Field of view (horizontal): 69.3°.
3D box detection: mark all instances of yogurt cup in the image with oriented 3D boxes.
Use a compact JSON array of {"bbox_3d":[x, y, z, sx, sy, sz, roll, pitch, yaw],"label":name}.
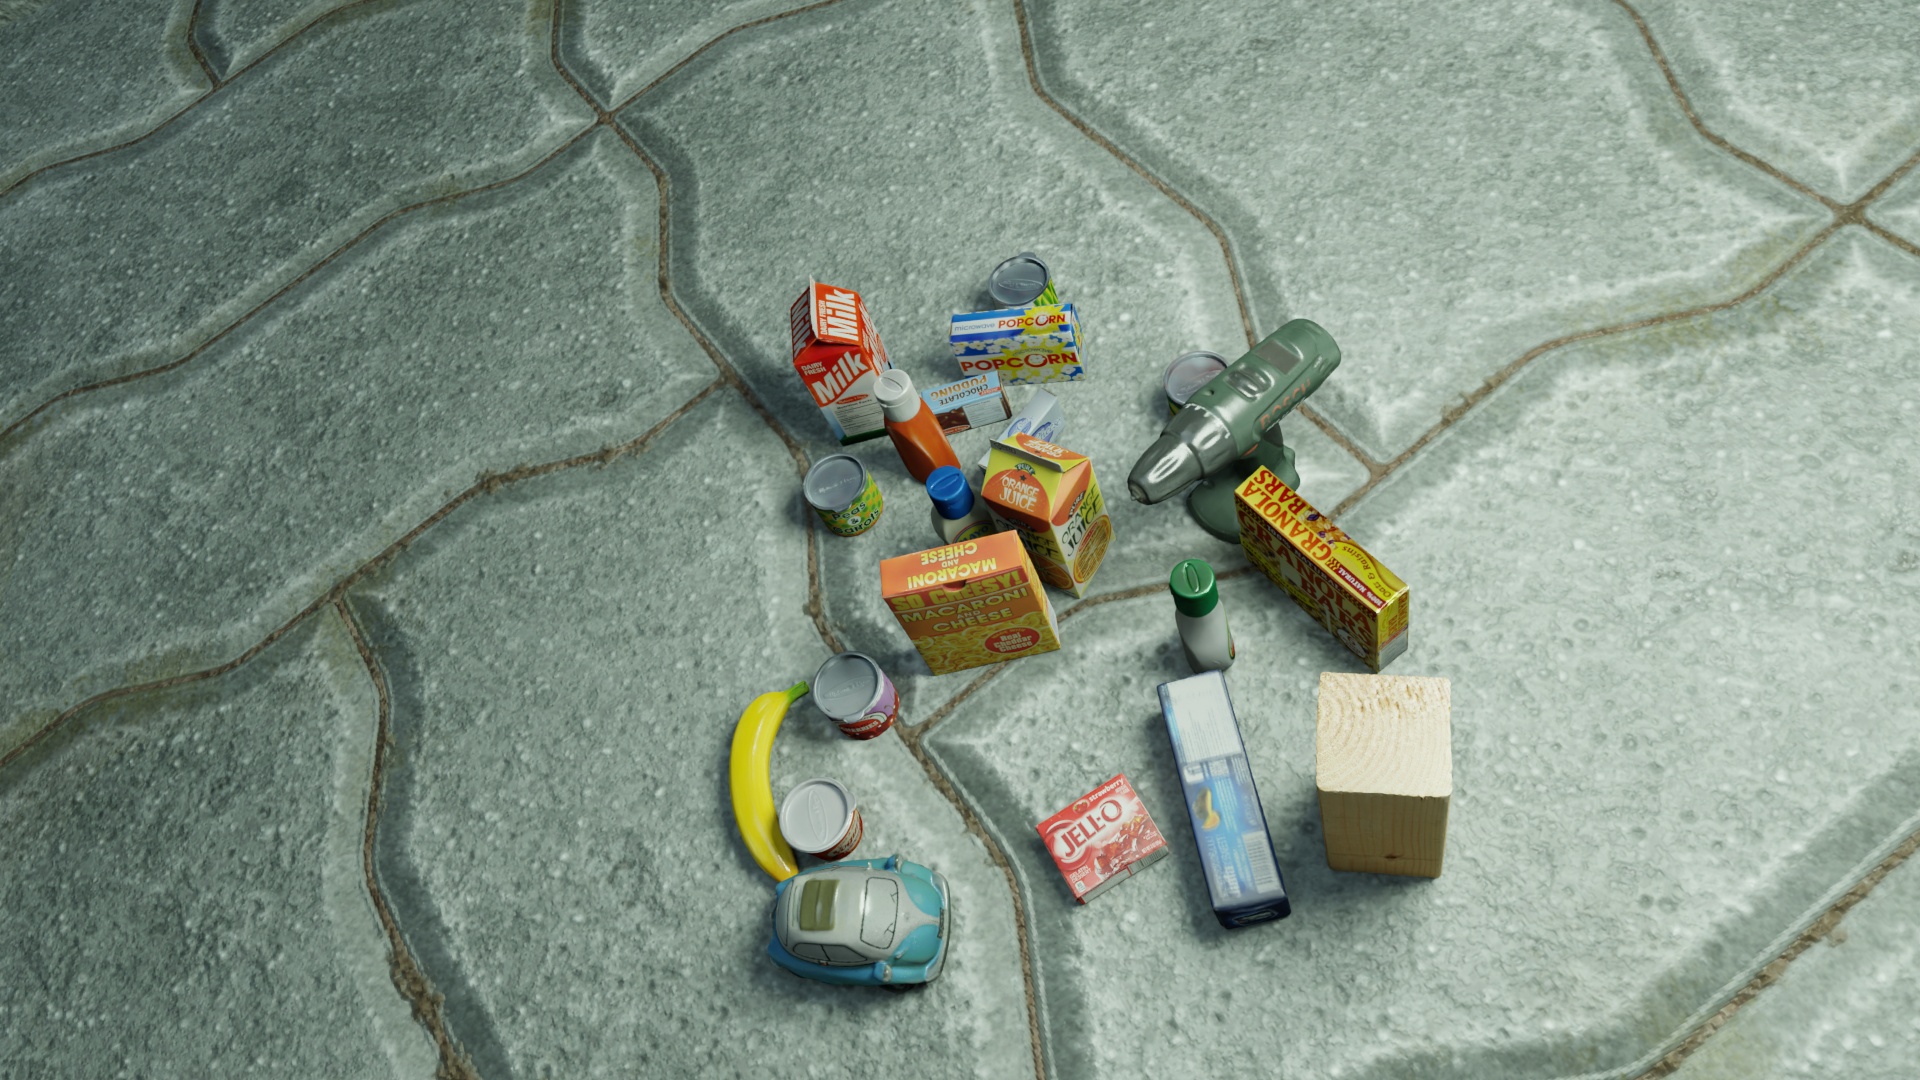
[{"bbox_3d":[-0.120,0.249,1.225,0.072,0.053,0.073,-7,60,13],"label":"yogurt cup"}]

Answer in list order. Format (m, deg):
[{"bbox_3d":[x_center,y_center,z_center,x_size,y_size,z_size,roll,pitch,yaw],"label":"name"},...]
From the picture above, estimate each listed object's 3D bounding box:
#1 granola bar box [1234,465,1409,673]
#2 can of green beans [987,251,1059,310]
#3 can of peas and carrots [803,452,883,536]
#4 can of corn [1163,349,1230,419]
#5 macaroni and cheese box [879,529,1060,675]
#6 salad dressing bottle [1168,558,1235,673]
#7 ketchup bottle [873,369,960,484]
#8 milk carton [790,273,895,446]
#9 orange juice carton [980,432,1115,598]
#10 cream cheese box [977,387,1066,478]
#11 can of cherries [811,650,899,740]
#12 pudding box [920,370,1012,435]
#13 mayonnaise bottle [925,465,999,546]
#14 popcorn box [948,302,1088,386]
[{"bbox_3d":[0.307,0.026,1.185,0.039,0.123,0.166,-40,58,-7],"label":"granola bar box"},{"bbox_3d":[0.067,-0.255,1.455,0.071,0.057,0.071,-7,60,13],"label":"can of green beans"},{"bbox_3d":[-0.115,-0.044,1.388,0.071,0.058,0.071,-7,60,13],"label":"can of peas and carrots"},{"bbox_3d":[0.234,-0.138,1.339,0.071,0.058,0.071,-7,60,13],"label":"can of corn"},{"bbox_3d":[0.012,0.059,1.228,0.124,0.166,0.040,-13,59,9],"label":"macaroni and cheese box"},{"bbox_3d":[0.205,0.065,1.179,0.044,0.147,0.064,-15,58,8],"label":"salad dressing bottle"},{"bbox_3d":[-0.046,-0.110,1.352,0.065,0.148,0.043,31,74,29],"label":"ketchup bottle"},{"bbox_3d":[-0.117,-0.181,1.389,0.073,0.190,0.072,-13,59,9],"label":"milk carton"},{"bbox_3d":[0.078,-0.030,1.244,0.072,0.192,0.073,23,70,26],"label":"orange juice carton"},{"bbox_3d":[0.062,-0.095,1.368,0.024,0.053,0.104,32,74,29],"label":"cream cheese box"},{"bbox_3d":[-0.095,0.145,1.275,0.071,0.058,0.072,-7,60,13],"label":"can of cherries"},{"bbox_3d":[0.006,-0.138,1.411,0.084,0.049,0.030,-15,58,8],"label":"pudding box"},{"bbox_3d":[0.005,-0.016,1.284,0.065,0.147,0.041,-30,58,-1],"label":"mayonnaise bottle"},{"bbox_3d":[0.060,-0.196,1.408,0.127,0.085,0.038,-3,61,15],"label":"popcorn box"}]
